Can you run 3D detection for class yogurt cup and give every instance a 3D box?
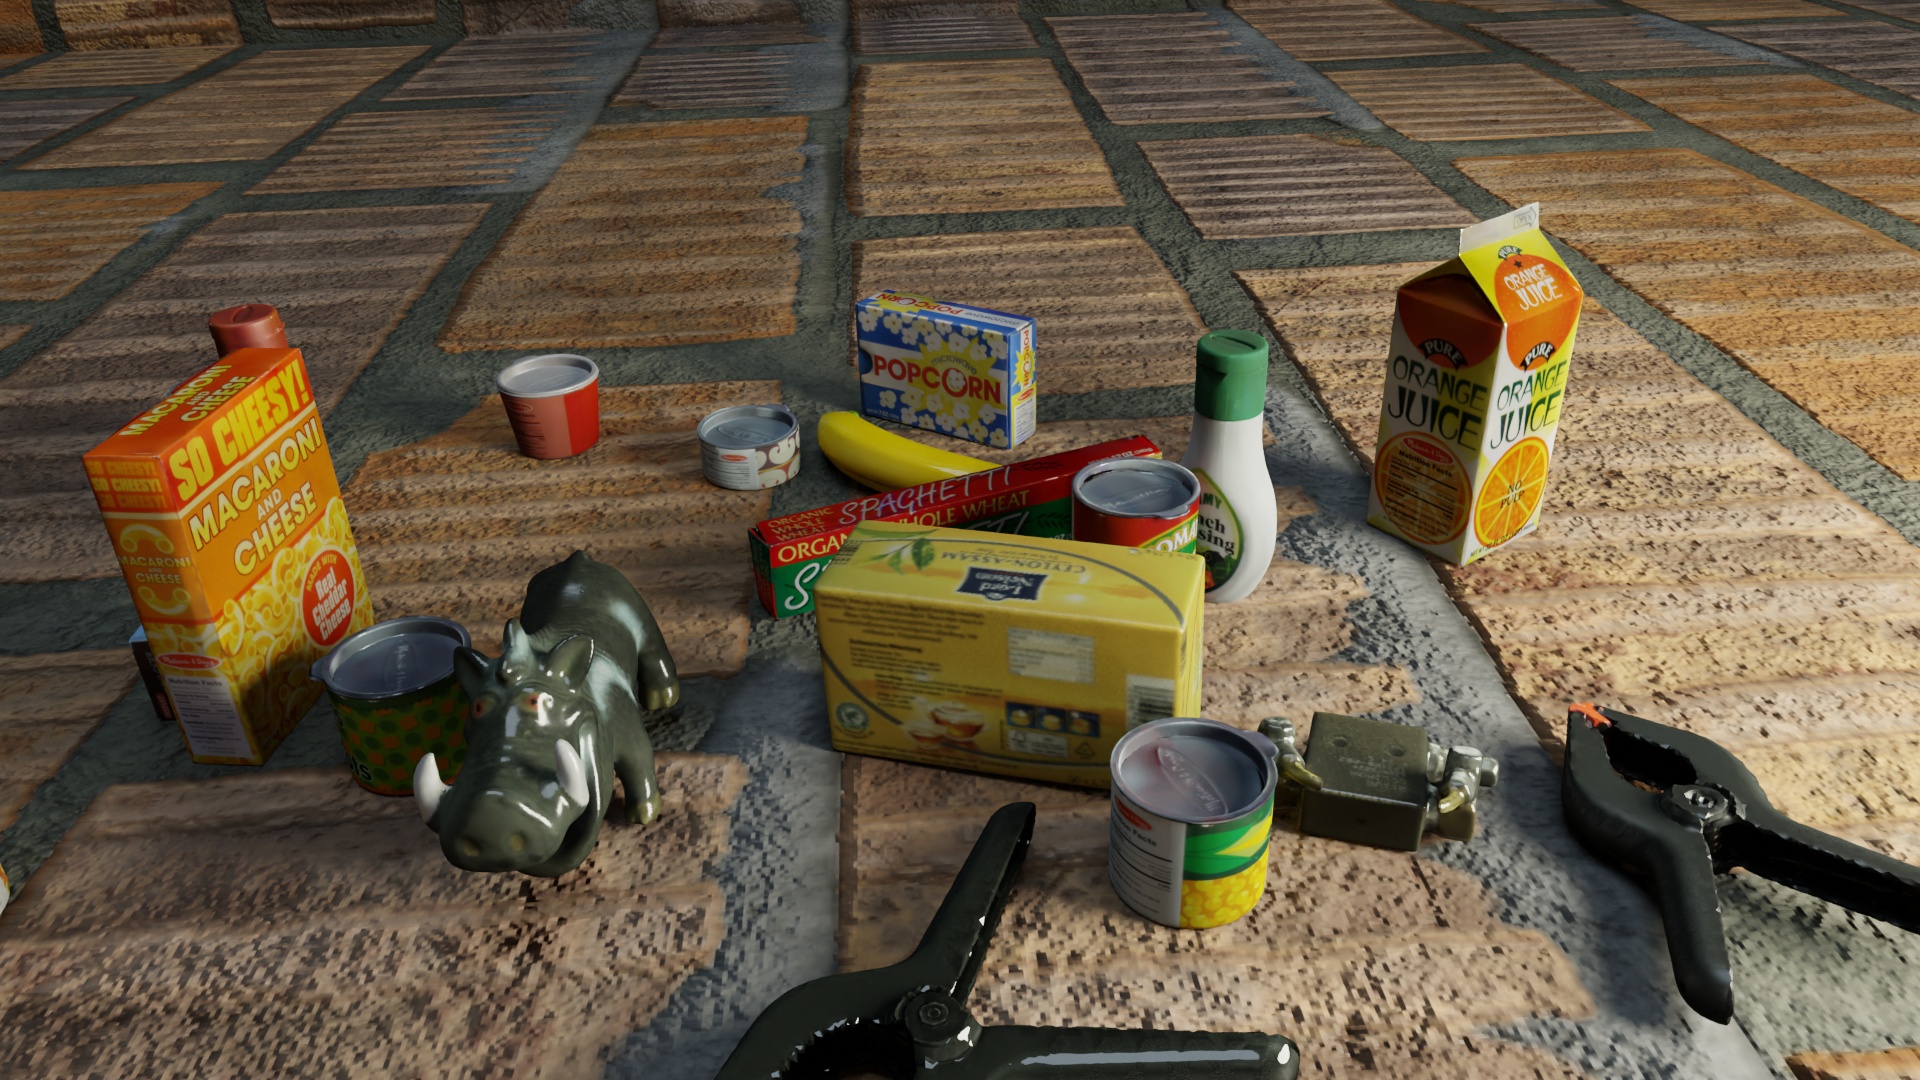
[{"bbox_3d":[-0.280,-0.091,0.956,0.072,0.053,0.073,-1,30,1],"label":"yogurt cup"}]

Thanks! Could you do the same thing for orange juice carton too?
[{"bbox_3d":[0.290,-0.090,0.786,0.072,0.191,0.073,-21,35,-30],"label":"orange juice carton"}]

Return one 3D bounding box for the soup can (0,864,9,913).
[{"bbox_3d":[-0.437,0.123,0.560,0.071,0.083,0.072,-1,30,1],"label":"soup can"}]

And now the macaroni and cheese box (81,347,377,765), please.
[{"bbox_3d":[-0.349,0.006,0.677,0.040,0.165,0.124,1,30,5],"label":"macaroni and cheese box"}]

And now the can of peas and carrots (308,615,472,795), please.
[{"bbox_3d":[-0.262,0.078,0.654,0.071,0.058,0.071,-1,30,1],"label":"can of peas and carrots"}]

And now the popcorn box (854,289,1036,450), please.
[{"bbox_3d":[-0.010,-0.119,0.960,0.127,0.084,0.038,16,34,28],"label":"popcorn box"}]

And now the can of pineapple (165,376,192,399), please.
[{"bbox_3d":[-0.494,-0.080,0.943,0.071,0.057,0.071,-1,30,1],"label":"can of pineapple"}]

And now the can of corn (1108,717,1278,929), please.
[{"bbox_3d":[0.096,0.115,0.572,0.071,0.058,0.071,-1,30,1],"label":"can of corn"}]

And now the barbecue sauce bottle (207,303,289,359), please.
[{"bbox_3d":[-0.403,-0.064,0.820,0.044,0.147,0.065,-8,30,-11],"label":"barbecue sauce bottle"}]

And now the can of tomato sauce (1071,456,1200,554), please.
[{"bbox_3d":[0.093,0.008,0.735,0.071,0.082,0.071,-1,30,1],"label":"can of tomato sauce"}]

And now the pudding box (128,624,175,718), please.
[{"bbox_3d":[-0.394,0.049,0.722,0.030,0.049,0.084,-4,30,-5],"label":"pudding box"}]

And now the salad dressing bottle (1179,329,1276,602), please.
[{"bbox_3d":[0.142,-0.039,0.749,0.044,0.147,0.064,-26,37,-36],"label":"salad dressing bottle"}]

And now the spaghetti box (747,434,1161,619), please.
[{"bbox_3d":[0.003,-0.010,0.803,0.251,0.050,0.029,-14,32,-21],"label":"spaghetti box"}]

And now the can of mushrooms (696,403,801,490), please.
[{"bbox_3d":[-0.138,-0.063,0.919,0.071,0.033,0.071,-1,30,1],"label":"can of mushrooms"}]
